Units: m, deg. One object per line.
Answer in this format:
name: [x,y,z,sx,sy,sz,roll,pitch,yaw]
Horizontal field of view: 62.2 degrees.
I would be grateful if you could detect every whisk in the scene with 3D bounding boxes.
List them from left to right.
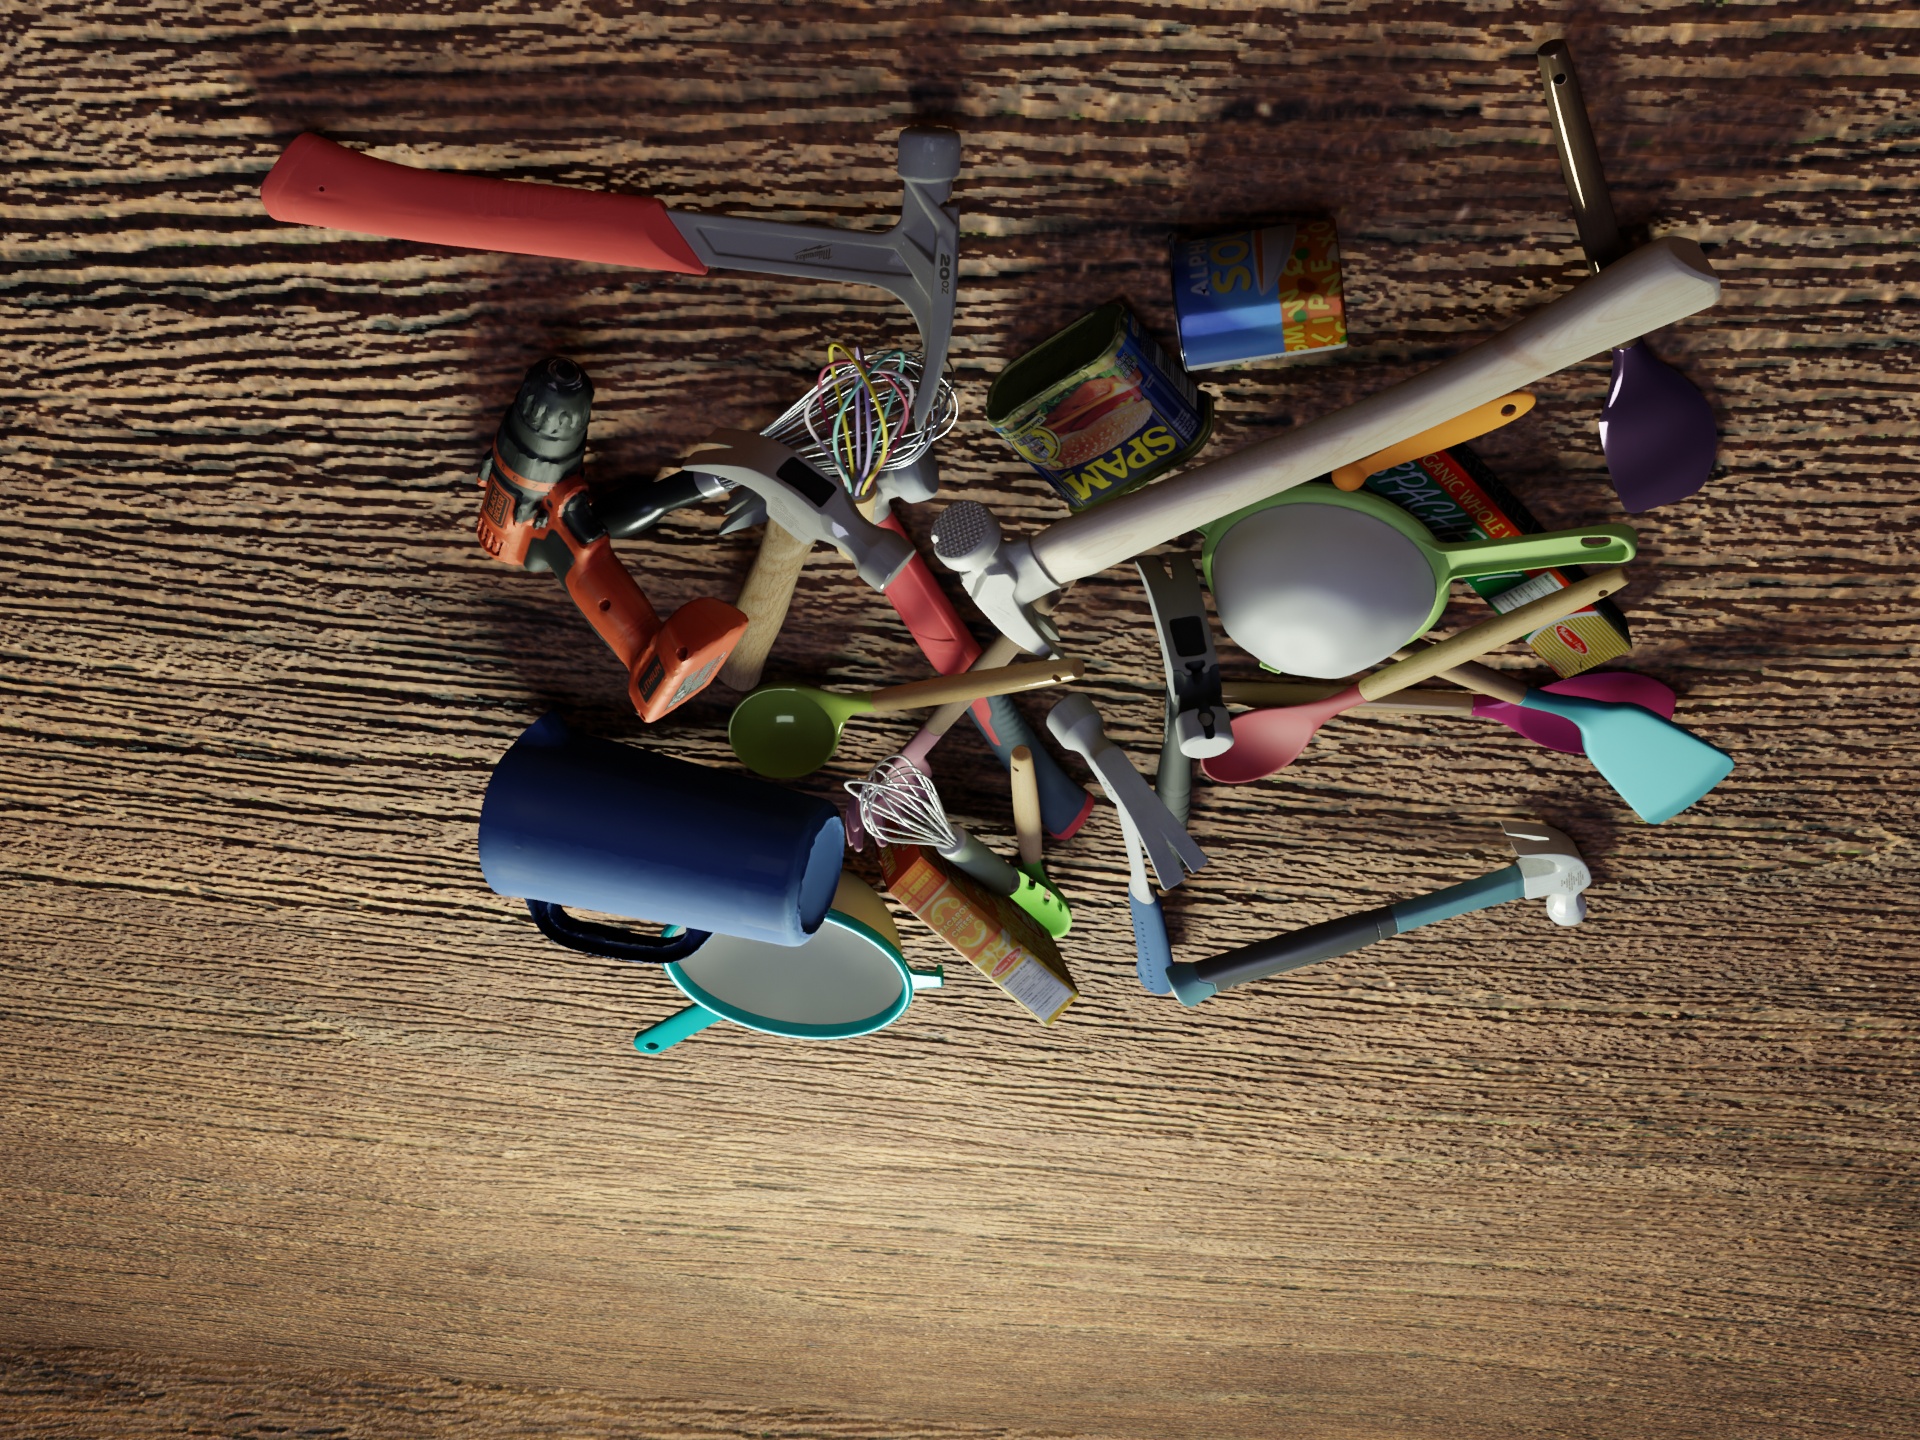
whisk: [-0.121,-0.155,0.944,0.284,0.070,0.070,-14,138,32]
whisk: [-0.055,-0.137,0.847,0.047,0.051,0.245,30,166,2]
whisk: [-0.011,0.083,1.131,0.059,0.058,0.246,7,162,28]

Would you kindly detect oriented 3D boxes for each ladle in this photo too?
ladle: [-0.042,-0.007,1.042,0.320,0.062,0.078,-8,132,48]
ladle: [0.280,-0.028,1.020,0.069,0.031,0.315,27,142,-32]

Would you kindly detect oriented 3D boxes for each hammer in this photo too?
hammer: [-0.180,-0.245,0.823,0.359,0.037,0.149,7,117,3]
hammer: [-0.119,-0.080,0.963,0.130,0.031,0.331,40,159,-2]
hammer: [-0.012,-0.034,1.091,0.143,0.038,0.385,-11,138,22]
hammer: [0.139,0.129,1.200,0.035,0.144,0.405,-32,151,-6]
hammer: [0.147,0.020,1.092,0.035,0.146,0.334,-8,152,1]
hammer: [0.195,-0.143,0.858,0.410,0.038,0.146,-22,148,18]
hammer: [0.321,0.159,1.230,0.331,0.033,0.128,-18,137,5]

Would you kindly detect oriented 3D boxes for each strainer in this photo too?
strainer: [-0.177,0.200,1.362,0.210,0.095,0.340,33,137,-25]
strainer: [0.258,-0.071,0.930,0.256,0.069,0.151,-4,139,35]

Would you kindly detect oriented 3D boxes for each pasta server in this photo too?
pasta server: [-0.002,-0.003,1.066,0.060,0.040,0.316,-8,153,-36]

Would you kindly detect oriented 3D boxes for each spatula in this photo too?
spatula: [0.346,-0.019,1.041,0.317,0.044,0.082,20,141,-9]
spatula: [0.345,-0.218,0.829,0.060,0.018,0.315,-19,136,22]

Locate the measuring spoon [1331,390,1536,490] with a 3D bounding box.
measuring spoon: [0.260,-0.153,0.878,0.117,0.011,0.021,-21,133,28]

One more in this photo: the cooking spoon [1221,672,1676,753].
cooking spoon: [0.323,-0.013,1.088,0.319,0.017,0.068,3,127,4]

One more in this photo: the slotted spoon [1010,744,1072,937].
slotted spoon: [0.054,0.093,1.197,0.070,0.031,0.313,33,160,20]
